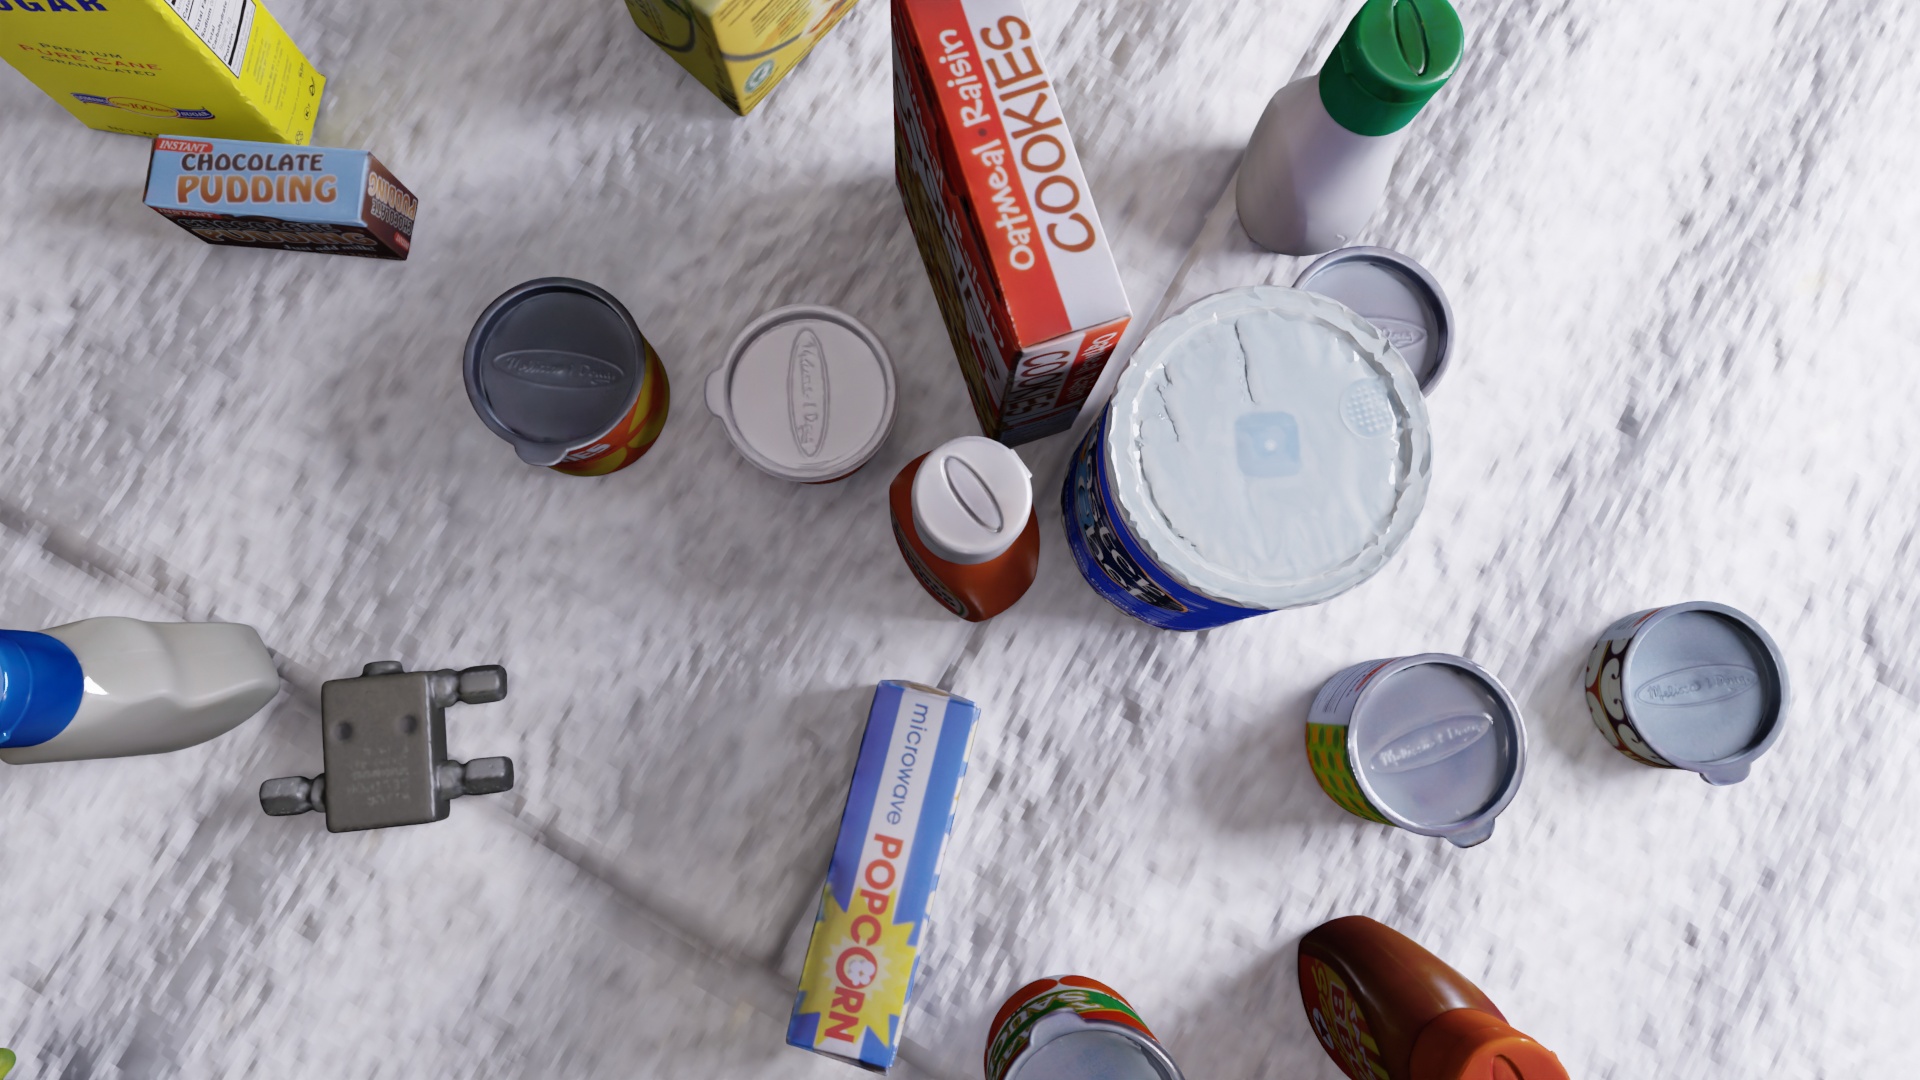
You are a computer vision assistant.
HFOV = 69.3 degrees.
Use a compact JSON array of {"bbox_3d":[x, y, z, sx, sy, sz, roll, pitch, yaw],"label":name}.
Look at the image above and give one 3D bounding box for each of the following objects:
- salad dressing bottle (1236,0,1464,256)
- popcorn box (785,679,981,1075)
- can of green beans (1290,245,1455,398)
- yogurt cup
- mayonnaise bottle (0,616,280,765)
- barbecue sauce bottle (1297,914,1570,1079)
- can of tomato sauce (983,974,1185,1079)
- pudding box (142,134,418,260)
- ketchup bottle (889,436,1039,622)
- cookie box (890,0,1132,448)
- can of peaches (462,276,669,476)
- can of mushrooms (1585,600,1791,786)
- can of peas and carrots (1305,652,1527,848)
[{"bbox_3d":[0.140,-0.150,0.511,0.044,0.147,0.064,-10,84,-3],"label":"salad dressing bottle"},{"bbox_3d":[-0.026,0.115,0.502,0.038,0.085,0.127,14,83,0],"label":"popcorn box"},{"bbox_3d":[0.152,-0.075,0.547,0.071,0.057,0.071,0,83,-2],"label":"can of green beans"},{"bbox_3d":[-0.057,-0.052,0.539,0.072,0.054,0.072,0,83,-2],"label":"yogurt cup"},{"bbox_3d":[-0.292,0.050,0.469,0.065,0.148,0.041,-27,85,-5],"label":"mayonnaise bottle"},{"bbox_3d":[0.157,0.169,0.470,0.044,0.148,0.065,-20,84,-4],"label":"barbecue sauce bottle"},{"bbox_3d":[0.041,0.194,0.495,0.071,0.083,0.071,0,83,-2],"label":"can of tomato sauce"},{"bbox_3d":[-0.264,-0.134,0.544,0.084,0.049,0.030,5,83,-1],"label":"pudding box"},{"bbox_3d":[0.002,-0.006,0.487,0.043,0.148,0.065,-36,86,-6],"label":"ketchup bottle"},{"bbox_3d":[0.011,-0.107,0.491,0.040,0.167,0.123,-18,84,-4],"label":"cookie box"},{"bbox_3d":[-0.150,-0.059,0.534,0.071,0.058,0.071,0,83,-2],"label":"can of peaches"},{"bbox_3d":[0.285,0.060,0.547,0.071,0.033,0.071,0,83,-2],"label":"can of mushrooms"},{"bbox_3d":[0.172,0.079,0.527,0.071,0.058,0.071,0,83,-2],"label":"can of peas and carrots"}]
